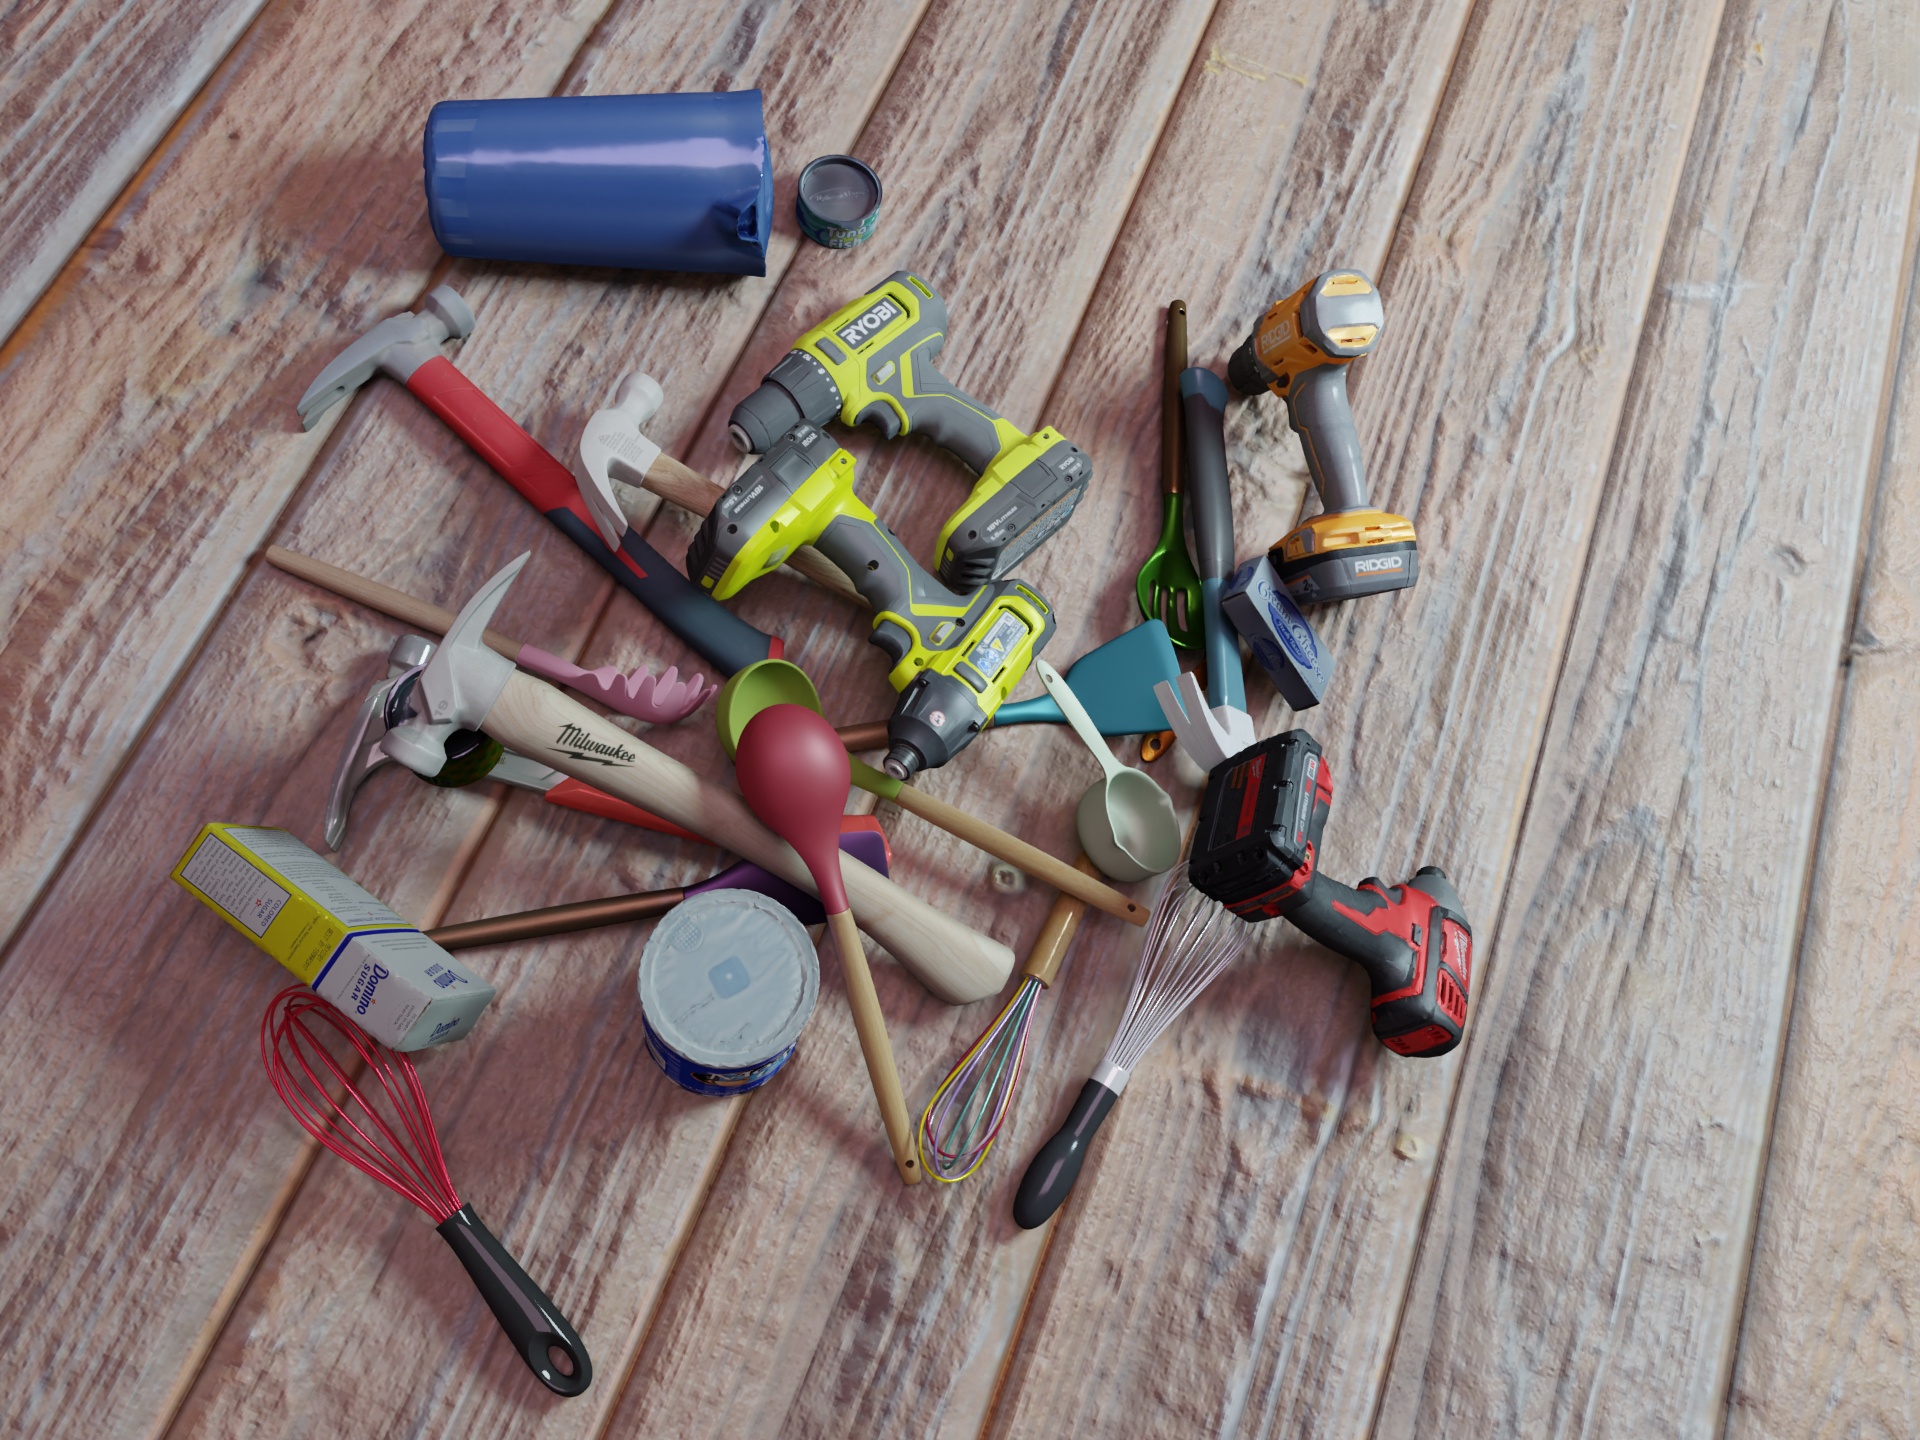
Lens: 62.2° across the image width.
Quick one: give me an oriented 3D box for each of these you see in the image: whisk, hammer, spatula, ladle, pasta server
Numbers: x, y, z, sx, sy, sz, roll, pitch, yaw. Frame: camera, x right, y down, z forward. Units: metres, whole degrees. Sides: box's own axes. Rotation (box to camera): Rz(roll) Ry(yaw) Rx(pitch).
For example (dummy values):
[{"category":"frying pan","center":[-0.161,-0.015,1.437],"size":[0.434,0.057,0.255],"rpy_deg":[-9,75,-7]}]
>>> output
[{"category":"whisk","center":[0.037,0.188,1.043],"size":[0.047,0.051,0.245],"rpy_deg":[26,64,6]},{"category":"hammer","center":[-0.223,0.058,1.047],"size":[0.359,0.036,0.149],"rpy_deg":[16,68,-4]},{"category":"hammer","center":[0.187,-0.110,1.159],"size":[0.128,0.033,0.331],"rpy_deg":[20,59,-40]},{"category":"whisk","center":[-0.312,0.277,0.939],"size":[0.073,0.073,0.296],"rpy_deg":[-37,87,-20]},{"category":"spatula","center":[-0.202,0.121,1.020],"size":[0.316,0.018,0.059],"rpy_deg":[-9,104,-7]},{"category":"ladle","center":[-0.015,0.056,1.050],"size":[0.320,0.062,0.078],"rpy_deg":[27,66,0]},{"category":"ladle","center":[-0.071,0.142,0.984],"size":[0.069,0.031,0.315],"rpy_deg":[-17,99,-14]},{"category":"spatula","center":[-0.002,-0.004,1.106],"size":[0.317,0.044,0.082],"rpy_deg":[-10,78,-13]},{"category":"hammer","center":[-0.115,-0.119,1.113],"size":[0.331,0.031,0.130],"rpy_deg":[28,53,-7]},{"category":"whisk","center":[0.114,0.208,1.045],"size":[0.070,0.070,0.285],"rpy_deg":[33,73,3]},{"category":"pasta server","center":[-0.319,-0.062,1.074],"size":[0.316,0.060,0.040],"rpy_deg":[22,99,1]},{"category":"hammer","center":[-0.137,0.056,0.991],"size":[0.410,0.038,0.146],"rpy_deg":[31,85,-15]},{"category":"hammer","center":[-0.281,-0.138,1.109],"size":[0.386,0.038,0.143],"rpy_deg":[42,70,7]}]

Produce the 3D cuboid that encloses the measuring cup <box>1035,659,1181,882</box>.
[{"category":"measuring cup","center":[0.088,0.036,1.087],"size":[0.167,0.038,0.083],"rpy_deg":[57,39,0]}]

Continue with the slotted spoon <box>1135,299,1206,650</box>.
[{"category":"slotted spoon","center":[0.165,-0.191,1.216],"size":[0.070,0.031,0.314],"rpy_deg":[15,64,-23]}]

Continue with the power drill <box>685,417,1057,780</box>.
[{"category":"power drill","center":[-0.062,-0.077,1.047],"size":[0.223,0.080,0.171],"rpy_deg":[40,55,-3]}]

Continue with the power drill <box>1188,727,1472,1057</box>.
[{"category":"power drill","center":[0.259,0.112,1.059],"size":[0.219,0.078,0.143],"rpy_deg":[39,46,-20]}]

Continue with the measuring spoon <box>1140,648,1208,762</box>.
[{"category":"measuring spoon","center":[0.164,-0.015,1.157],"size":[0.021,0.011,0.117],"rpy_deg":[35,68,4]}]

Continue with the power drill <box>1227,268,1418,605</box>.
[{"category":"power drill","center":[0.257,-0.200,1.179],"size":[0.084,0.185,0.226],"rpy_deg":[-8,90,-13]}]

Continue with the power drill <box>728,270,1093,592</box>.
[{"category":"power drill","center":[-0.036,-0.204,1.158],"size":[0.228,0.080,0.190],"rpy_deg":[44,67,10]}]
